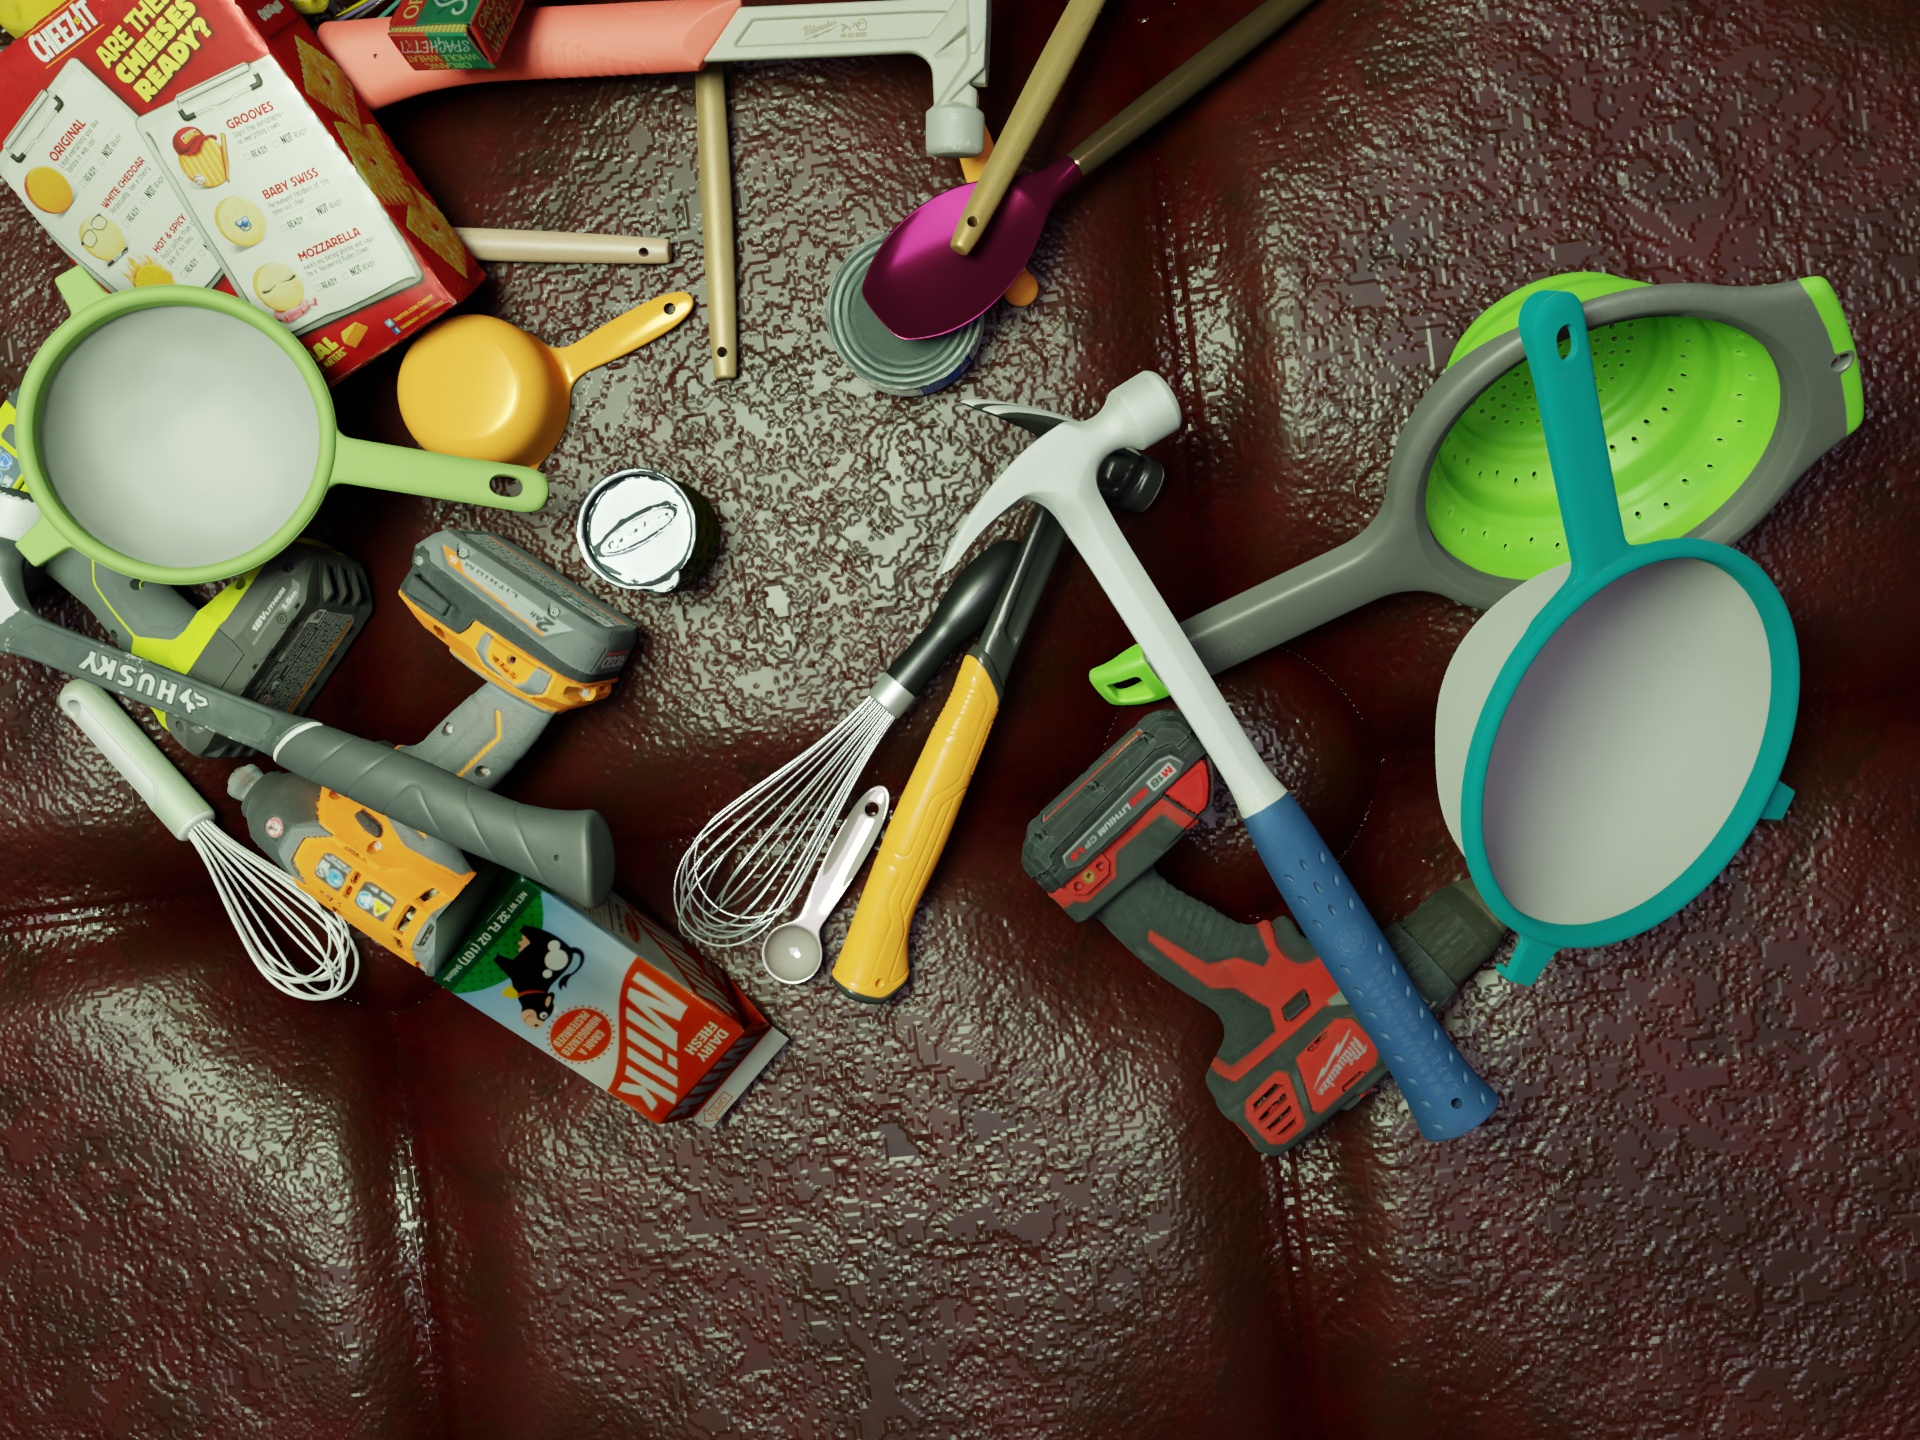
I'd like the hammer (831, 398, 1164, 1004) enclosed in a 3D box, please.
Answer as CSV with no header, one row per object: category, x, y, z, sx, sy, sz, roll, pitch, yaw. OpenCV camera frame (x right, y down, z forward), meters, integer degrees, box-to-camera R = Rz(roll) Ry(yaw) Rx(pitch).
hammer,-0.001,-0.003,0.857,0.127,0.034,0.337,15,101,-40

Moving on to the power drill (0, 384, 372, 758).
power drill,-0.456,-0.098,0.899,0.223,0.080,0.171,36,94,6

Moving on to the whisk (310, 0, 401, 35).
whisk,-0.314,-0.404,0.898,0.245,0.051,0.047,-42,109,1

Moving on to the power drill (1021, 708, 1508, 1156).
power drill,0.163,0.096,0.851,0.188,0.080,0.226,-43,91,4

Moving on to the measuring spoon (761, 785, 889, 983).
measuring spoon,-0.073,0.092,0.903,0.034,0.018,0.124,29,87,4

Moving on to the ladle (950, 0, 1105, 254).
ladle,0.070,-0.385,0.845,0.069,0.031,0.315,27,84,0

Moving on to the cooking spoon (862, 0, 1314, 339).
cooking spoon,0.081,-0.311,0.852,0.319,0.017,0.069,-38,81,-3

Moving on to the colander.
colander,0.240,-0.122,0.828,0.397,0.204,0.095,-26,46,22

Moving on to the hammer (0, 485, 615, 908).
hammer,-0.357,0.010,0.813,0.409,0.036,0.149,20,94,14

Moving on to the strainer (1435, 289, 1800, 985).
strainer,0.291,-0.051,0.780,0.211,0.095,0.340,-29,117,-13

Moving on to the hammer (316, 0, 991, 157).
hammer,-0.163,-0.370,0.839,0.359,0.037,0.149,0,101,6

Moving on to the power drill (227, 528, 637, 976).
power drill,-0.300,0.008,0.886,0.164,0.084,0.226,33,98,3

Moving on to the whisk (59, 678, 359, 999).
whisk,-0.436,0.067,0.917,0.246,0.059,0.057,46,122,6

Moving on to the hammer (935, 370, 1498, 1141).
hammer,0.141,0.036,0.792,0.144,0.035,0.405,-33,94,-4

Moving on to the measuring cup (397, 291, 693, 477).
measuring cup,-0.231,-0.200,0.885,0.173,0.052,0.095,-25,89,7

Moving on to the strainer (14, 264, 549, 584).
strainer,-0.347,-0.137,0.838,0.256,0.069,0.151,8,89,-13

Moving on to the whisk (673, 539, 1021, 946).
whisk,-0.059,0.011,0.876,0.070,0.070,0.284,40,90,3

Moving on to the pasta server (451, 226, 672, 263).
pasta server,-0.322,-0.269,0.900,0.316,0.040,0.060,3,118,3

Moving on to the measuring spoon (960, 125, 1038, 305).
measuring spoon,0.018,-0.287,0.882,0.021,0.011,0.117,-18,90,5

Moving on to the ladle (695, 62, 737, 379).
ladle,-0.140,-0.351,0.874,0.078,0.062,0.320,-2,94,4
